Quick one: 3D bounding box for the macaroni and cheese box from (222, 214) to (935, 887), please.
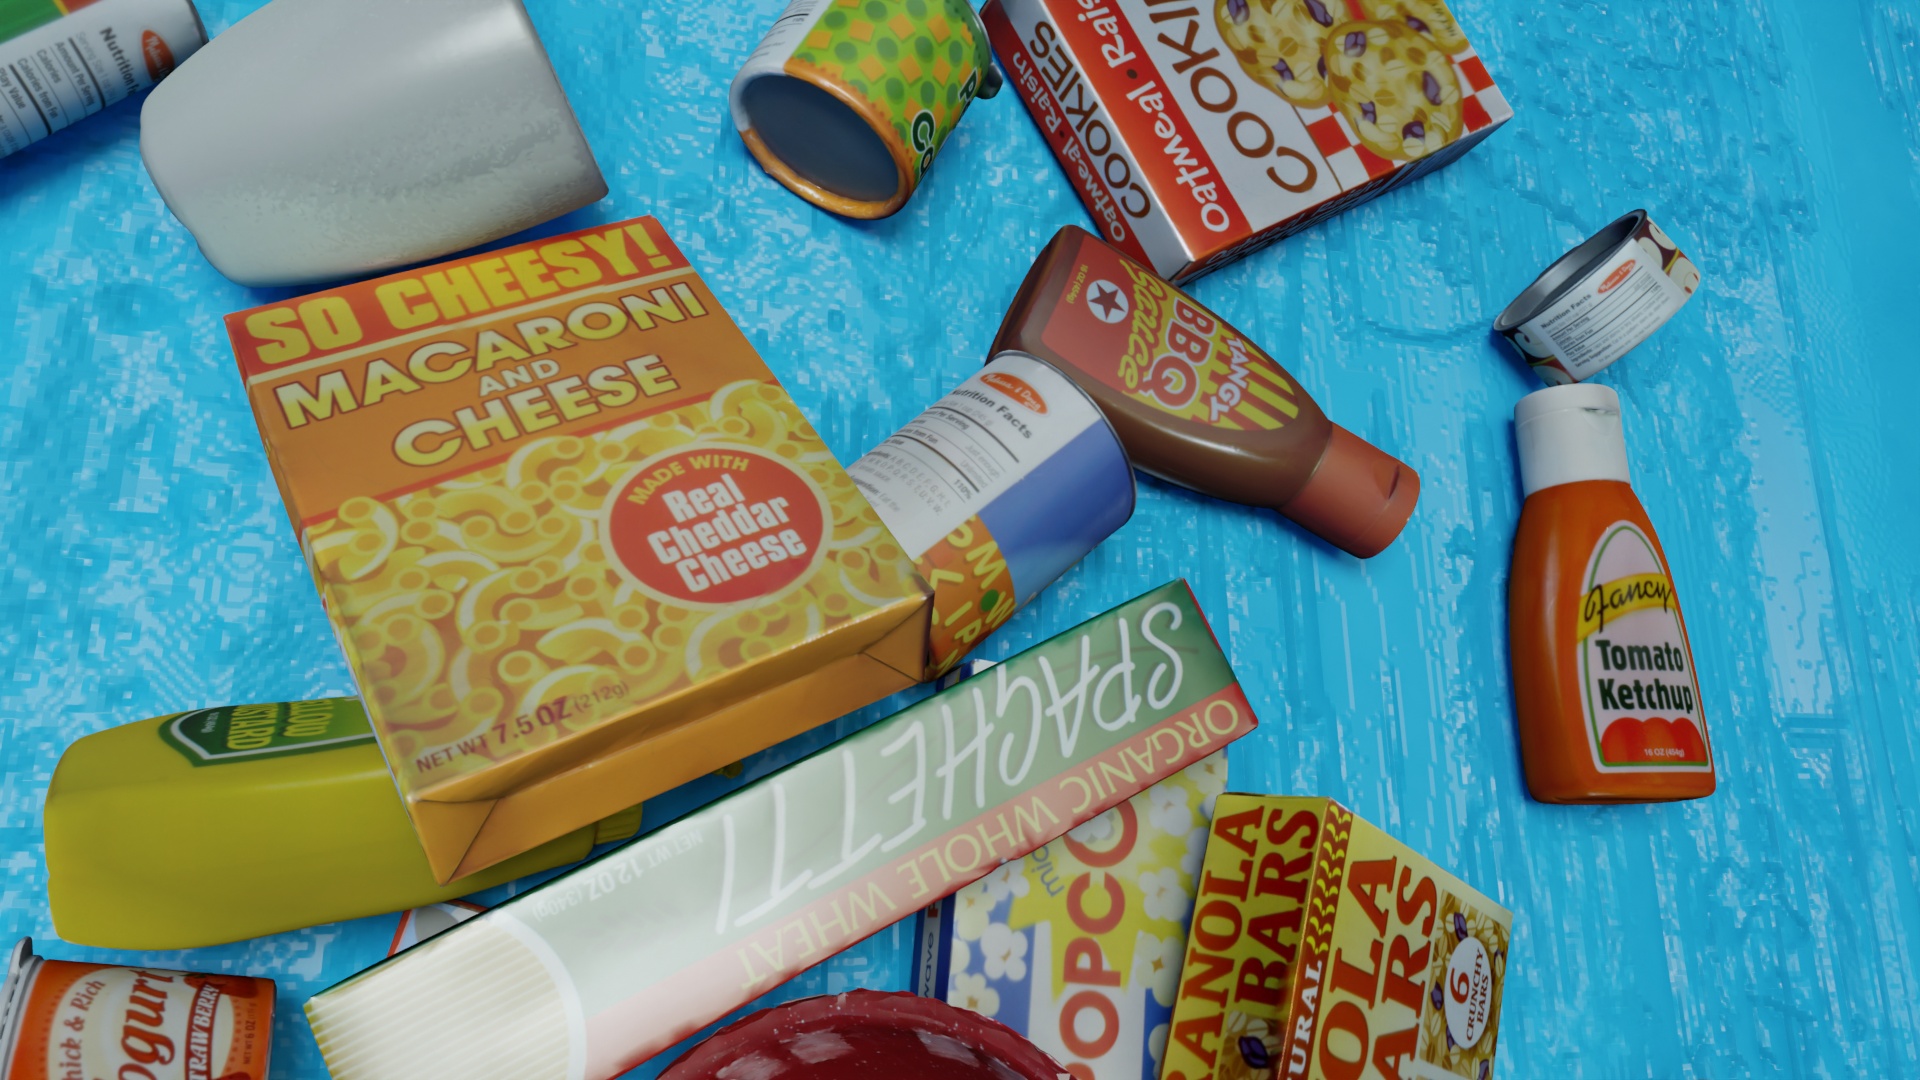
[{"bbox_3d":[-0.102,-0.011,0.357,0.124,0.040,0.167,-20,53,-25],"label":"macaroni and cheese box"}]

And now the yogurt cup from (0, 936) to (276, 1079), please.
[{"bbox_3d":[-0.188,0.129,0.316,0.054,0.072,0.072,7,73,-25],"label":"yogurt cup"}]

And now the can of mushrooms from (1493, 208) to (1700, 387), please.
[{"bbox_3d":[0.239,-0.091,0.524,0.033,0.071,0.071,47,66,-1],"label":"can of mushrooms"}]

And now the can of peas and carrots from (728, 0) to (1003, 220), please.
[{"bbox_3d":[-0.030,-0.145,0.446,0.071,0.070,0.059,32,68,-8],"label":"can of peas and carrots"}]

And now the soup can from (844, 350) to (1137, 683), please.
[{"bbox_3d":[0.001,-0.005,0.419,0.084,0.071,0.071,-38,90,-23],"label":"soup can"}]

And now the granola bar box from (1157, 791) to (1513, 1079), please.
[{"bbox_3d":[0.102,0.168,0.389,0.124,0.039,0.166,33,64,-39],"label":"granola bar box"}]

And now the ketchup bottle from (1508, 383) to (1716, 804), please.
[{"bbox_3d":[0.227,0.019,0.499,0.065,0.043,0.149,4,73,-18],"label":"ketchup bottle"}]

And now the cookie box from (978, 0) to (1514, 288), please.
[{"bbox_3d":[0.108,-0.175,0.516,0.168,0.040,0.123,-27,85,-24],"label":"cookie box"}]

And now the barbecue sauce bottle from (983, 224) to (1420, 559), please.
[{"bbox_3d":[0.084,-0.044,0.468,0.148,0.043,0.065,29,59,-9],"label":"barbecue sauce bottle"}]

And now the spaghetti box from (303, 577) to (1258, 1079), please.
[{"bbox_3d":[-0.035,0.081,0.362,0.251,0.028,0.050,-24,81,-18],"label":"spaghetti box"}]

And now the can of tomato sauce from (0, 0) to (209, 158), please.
[{"bbox_3d":[-0.259,-0.141,0.367,0.083,0.071,0.071,-40,90,-23],"label":"can of tomato sauce"}]

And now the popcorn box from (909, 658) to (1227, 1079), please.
[{"bbox_3d":[0.033,0.104,0.411,0.085,0.038,0.127,10,72,-15],"label":"popcorn box"}]

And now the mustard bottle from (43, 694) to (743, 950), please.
[{"bbox_3d":[-0.135,0.063,0.353,0.160,0.065,0.048,-5,102,-25],"label":"mustard bottle"}]

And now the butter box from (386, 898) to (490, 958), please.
[{"bbox_3d":[-0.131,0.146,0.351,0.053,0.024,0.104,20,69,-12],"label":"butter box"}]
